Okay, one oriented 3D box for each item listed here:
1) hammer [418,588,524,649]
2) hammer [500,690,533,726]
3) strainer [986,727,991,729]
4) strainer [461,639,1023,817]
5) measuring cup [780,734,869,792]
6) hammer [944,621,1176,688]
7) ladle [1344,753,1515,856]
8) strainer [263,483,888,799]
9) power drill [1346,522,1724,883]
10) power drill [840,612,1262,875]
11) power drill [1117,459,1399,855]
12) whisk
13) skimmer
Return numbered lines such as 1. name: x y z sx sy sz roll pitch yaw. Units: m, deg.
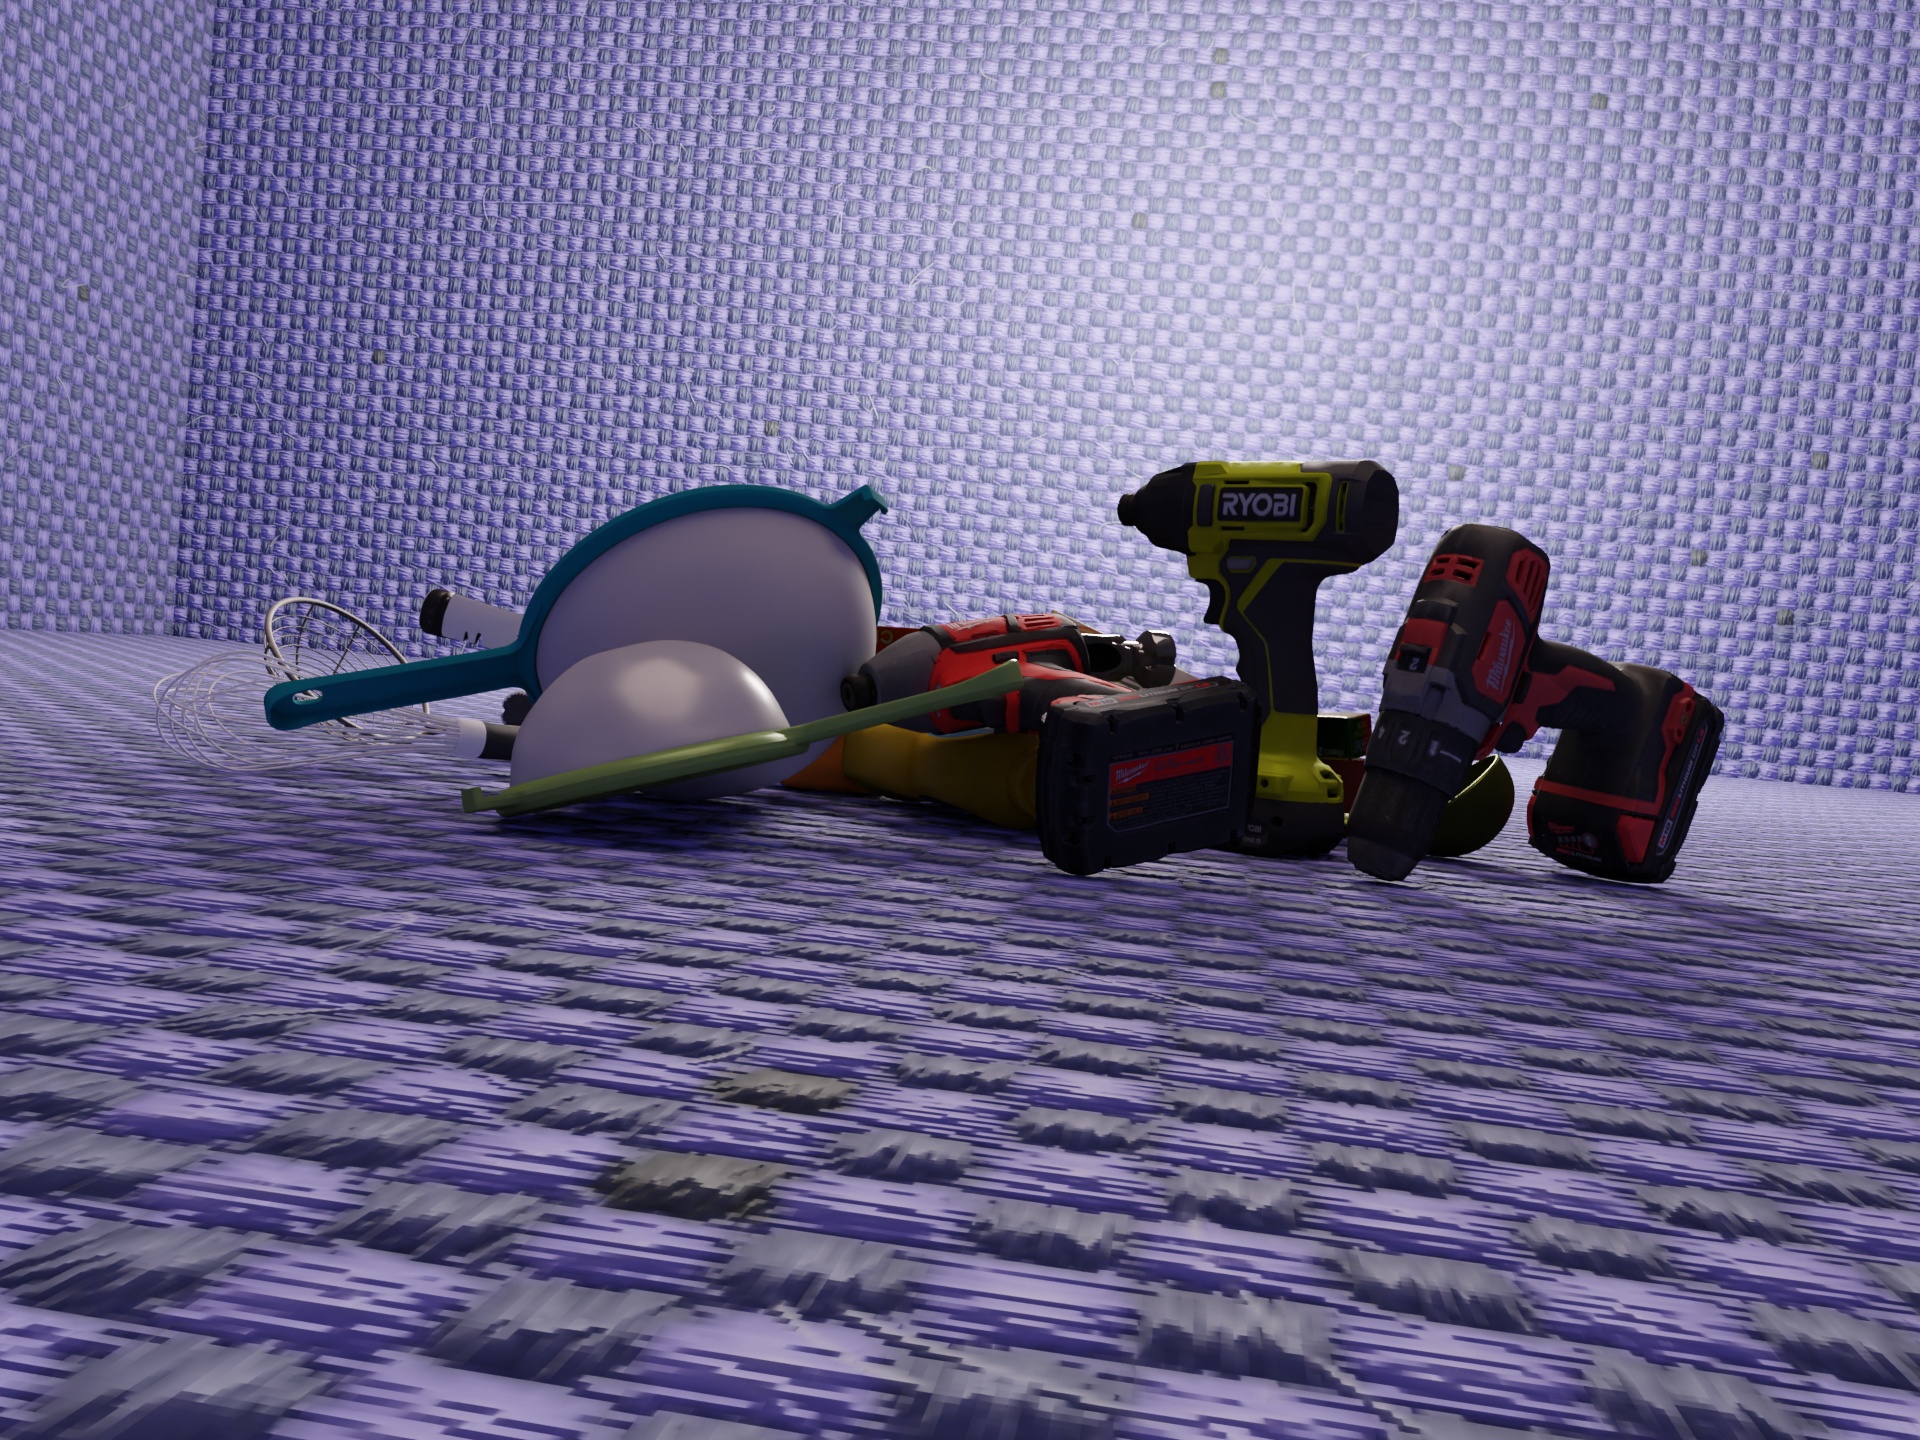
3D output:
1. hammer: -0.231 -0.037 1.157 0.127 0.034 0.336 16 -1 24
2. hammer: -0.174 0.011 1.369 0.409 0.036 0.149 6 1 7
3. strainer: -0.002 -0.003 1.081 0.259 0.087 0.050 18 -10 35
4. strainer: -0.101 -0.014 0.751 0.256 0.069 0.151 -14 -1 8
5. measuring cup: -0.126 0.018 1.051 0.173 0.052 0.095 2 1 -4
6. hammer: 0.023 -0.054 1.190 0.143 0.038 0.386 2 4 -15
7. ladle: 0.181 0.045 1.005 0.320 0.062 0.078 3 15 24
8. strainer: -0.189 -0.010 0.858 0.340 0.210 0.095 -11 51 -21
9. power drill: 0.303 0.020 0.856 0.226 0.188 0.080 26 -6 -35
10. power drill: 0.039 -0.002 0.818 0.143 0.078 0.220 -9 21 -27
11. power drill: 0.159 -0.040 0.933 0.171 0.223 0.080 7 2 40
12. whisk: -0.318 0.006 0.925 0.284 0.070 0.070 9 -2 -44
13. skimmer: -0.288 -0.018 1.095 0.363 0.090 0.127 6 23 -3
